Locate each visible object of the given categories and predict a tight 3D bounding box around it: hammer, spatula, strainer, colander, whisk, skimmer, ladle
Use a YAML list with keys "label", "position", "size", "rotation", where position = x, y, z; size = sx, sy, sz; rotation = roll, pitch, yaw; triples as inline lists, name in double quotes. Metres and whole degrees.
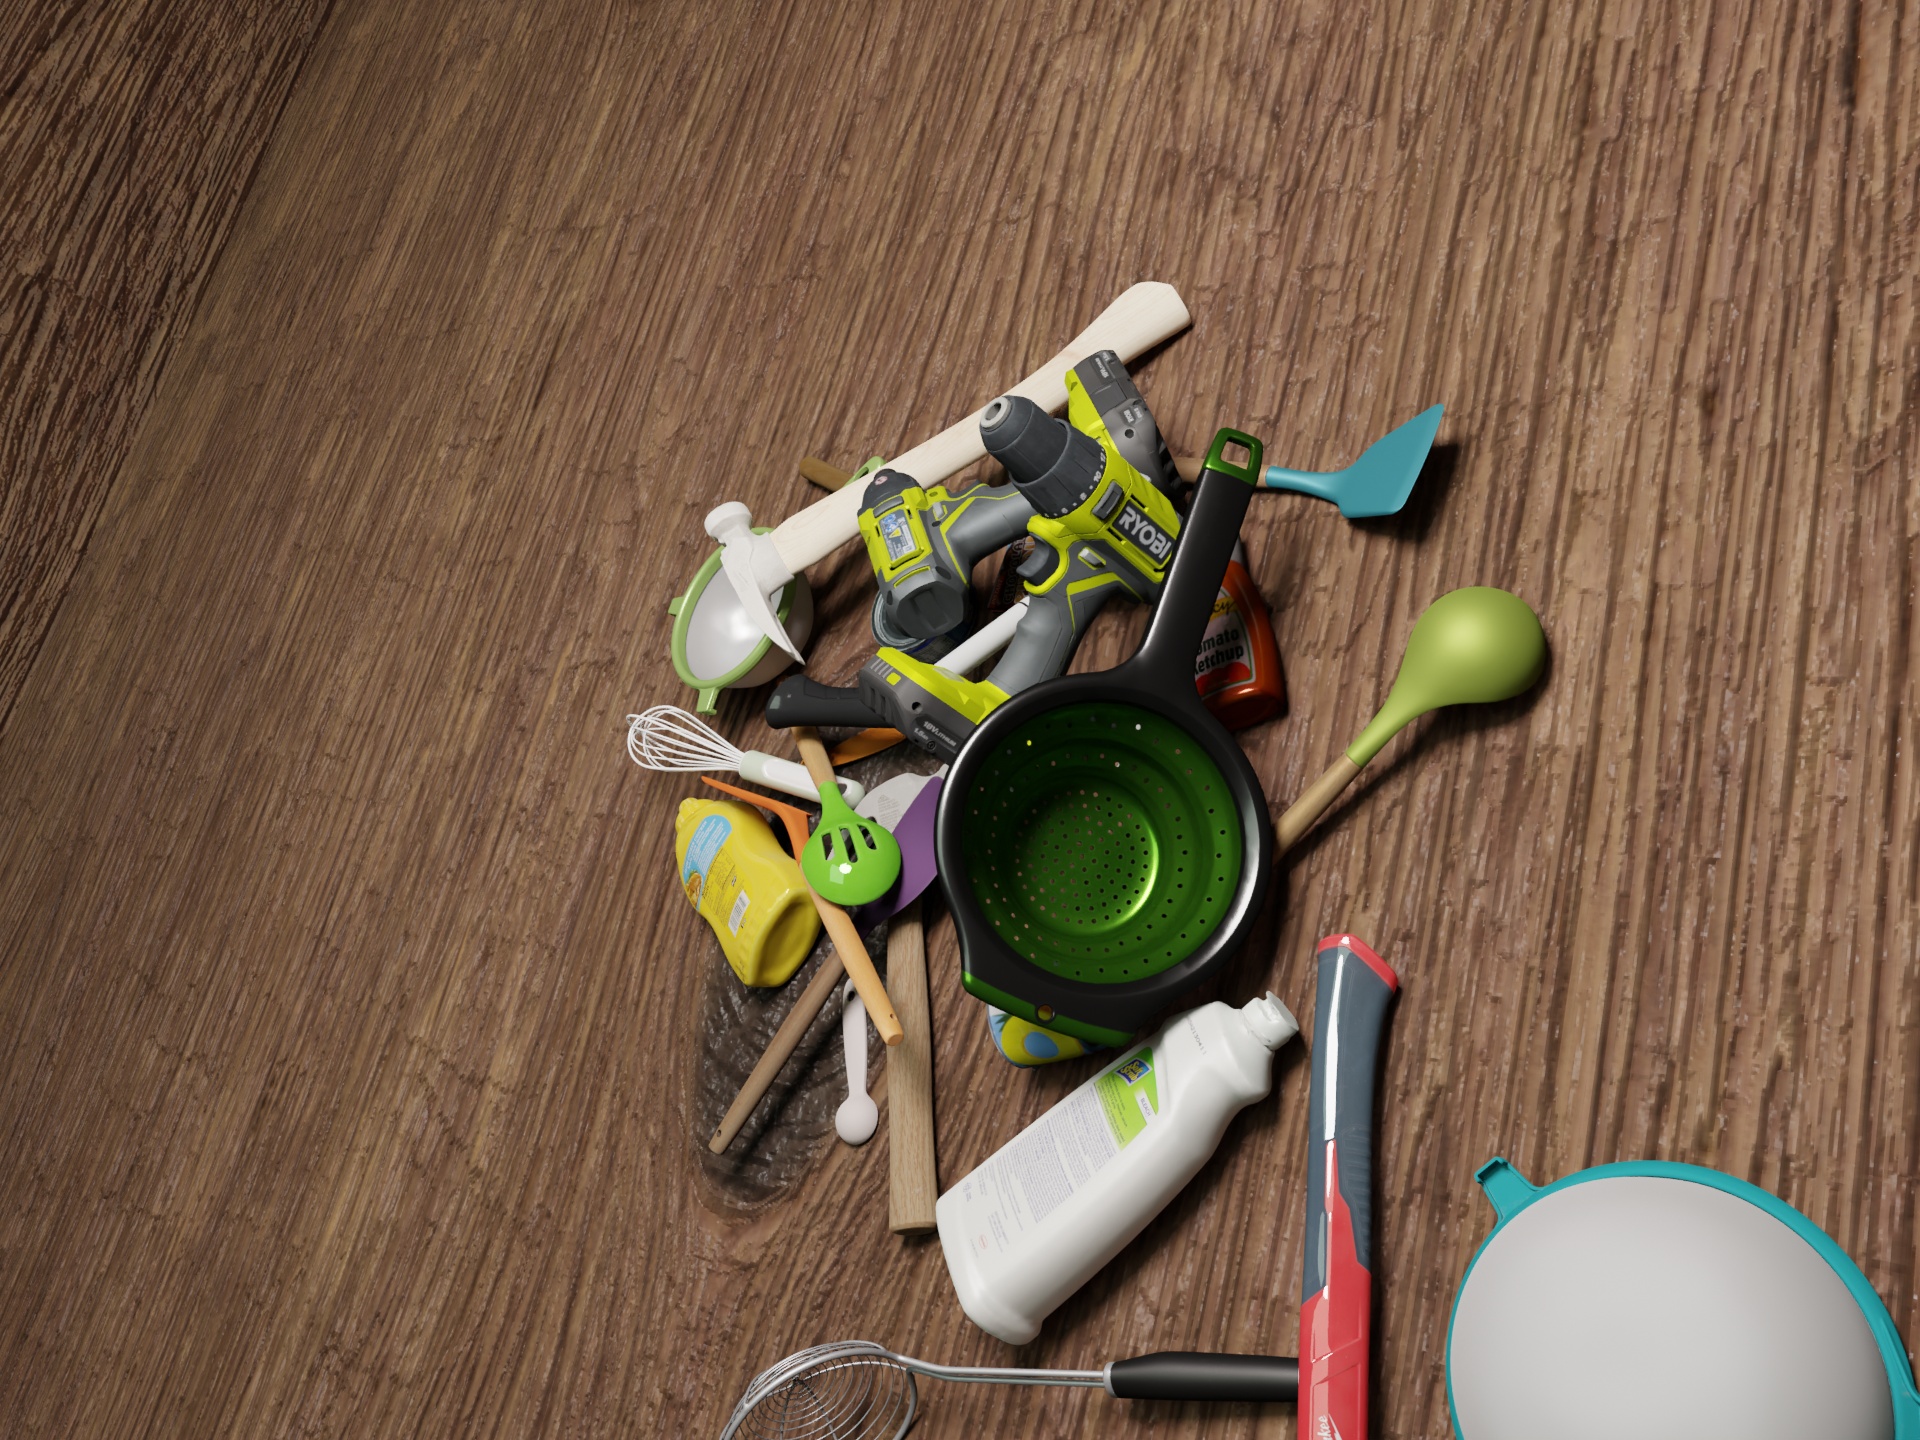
- label: "hammer"
  position: [-0.040, 0.192, 1.124]
  size: [0.130, 0.031, 0.332]
  rotation: [-22, 55, 30]
- label: "hammer"
  position: [-0.002, -0.004, 1.153]
  size: [0.335, 0.035, 0.146]
  rotation: [1, 64, 31]
- label: "spatula"
  position: [-0.090, 0.180, 1.137]
  size: [0.060, 0.018, 0.316]
  rotation: [38, 96, 45]
- label: "strainer"
  position: [0.359, 0.298, 0.686]
  size: [0.340, 0.095, 0.211]
  rotation: [-5, 65, 40]
- label: "colander"
  position: [0.110, 0.004, 1.005]
  size: [0.204, 0.094, 0.397]
  rotation: [21, 77, 0]
- label: "whisk"
  position: [-0.068, -0.187, 1.349]
  size: [0.047, 0.051, 0.245]
  rotation: [-42, 39, -14]
- label: "hammer"
  position: [0.184, 0.300, 0.843]
  size: [0.143, 0.038, 0.387]
  rotation: [3, 63, 10]
- label: "strainer"
  position: [-0.137, -0.118, 1.341]
  size: [0.256, 0.069, 0.152]
  rotation: [-42, 44, 17]
- label: "hammer"
  position: [0.000, -0.204, 1.238]
  size: [0.410, 0.038, 0.146]
  rotation: [-32, 68, 6]
- label: "spatula"
  position: [0.193, -0.180, 1.117]
  size: [0.318, 0.044, 0.082]
  rotation: [13, 72, 44]
- label: "skimmer"
  position: [0.029, 0.406, 0.910]
  size: [0.363, 0.127, 0.090]
  rotation: [-11, 43, 27]
- label: "ladle"
  position: [0.229, 0.046, 0.976]
  size: [0.320, 0.062, 0.078]
  rotation: [-50, 52, 17]
- label: "whisk"
  position: [-0.178, 0.033, 1.293]
  size: [0.246, 0.059, 0.058]
  rotation: [15, 66, 30]
- label: "strainer"
  position: [0.055, -0.081, 1.129]
  size: [0.258, 0.050, 0.087]
  rotation: [-37, 34, -22]
- label: "spatula"
  position: [-0.106, 0.125, 1.139]
  size: [0.041, 0.081, 0.323]
  rotation: [-56, 37, 17]

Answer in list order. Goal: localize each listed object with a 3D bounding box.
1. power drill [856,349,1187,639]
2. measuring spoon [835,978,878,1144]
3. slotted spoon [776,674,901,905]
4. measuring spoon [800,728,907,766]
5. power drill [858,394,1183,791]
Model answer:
- label: "power drill"
  position: [0.034, -0.168, 1.145]
  size: [0.223, 0.080, 0.171]
  rotation: [-27, 43, 8]
- label: "measuring spoon"
  position: [-0.079, 0.241, 1.140]
  size: [0.034, 0.018, 0.124]
  rotation: [-25, 53, 29]
- label: "slotted spoon"
  position: [-0.109, 0.040, 1.217]
  size: [0.070, 0.031, 0.314]
  rotation: [-13, 31, -10]
- label: "measuring spoon"
  position: [-0.079, 0.022, 1.264]
  size: [0.117, 0.011, 0.021]
  rotation: [-23, 71, 26]
- label: "power drill"
  position: [0.038, -0.079, 1.028]
  size: [0.228, 0.190, 0.080]
  rotation: [-55, 36, 0]
